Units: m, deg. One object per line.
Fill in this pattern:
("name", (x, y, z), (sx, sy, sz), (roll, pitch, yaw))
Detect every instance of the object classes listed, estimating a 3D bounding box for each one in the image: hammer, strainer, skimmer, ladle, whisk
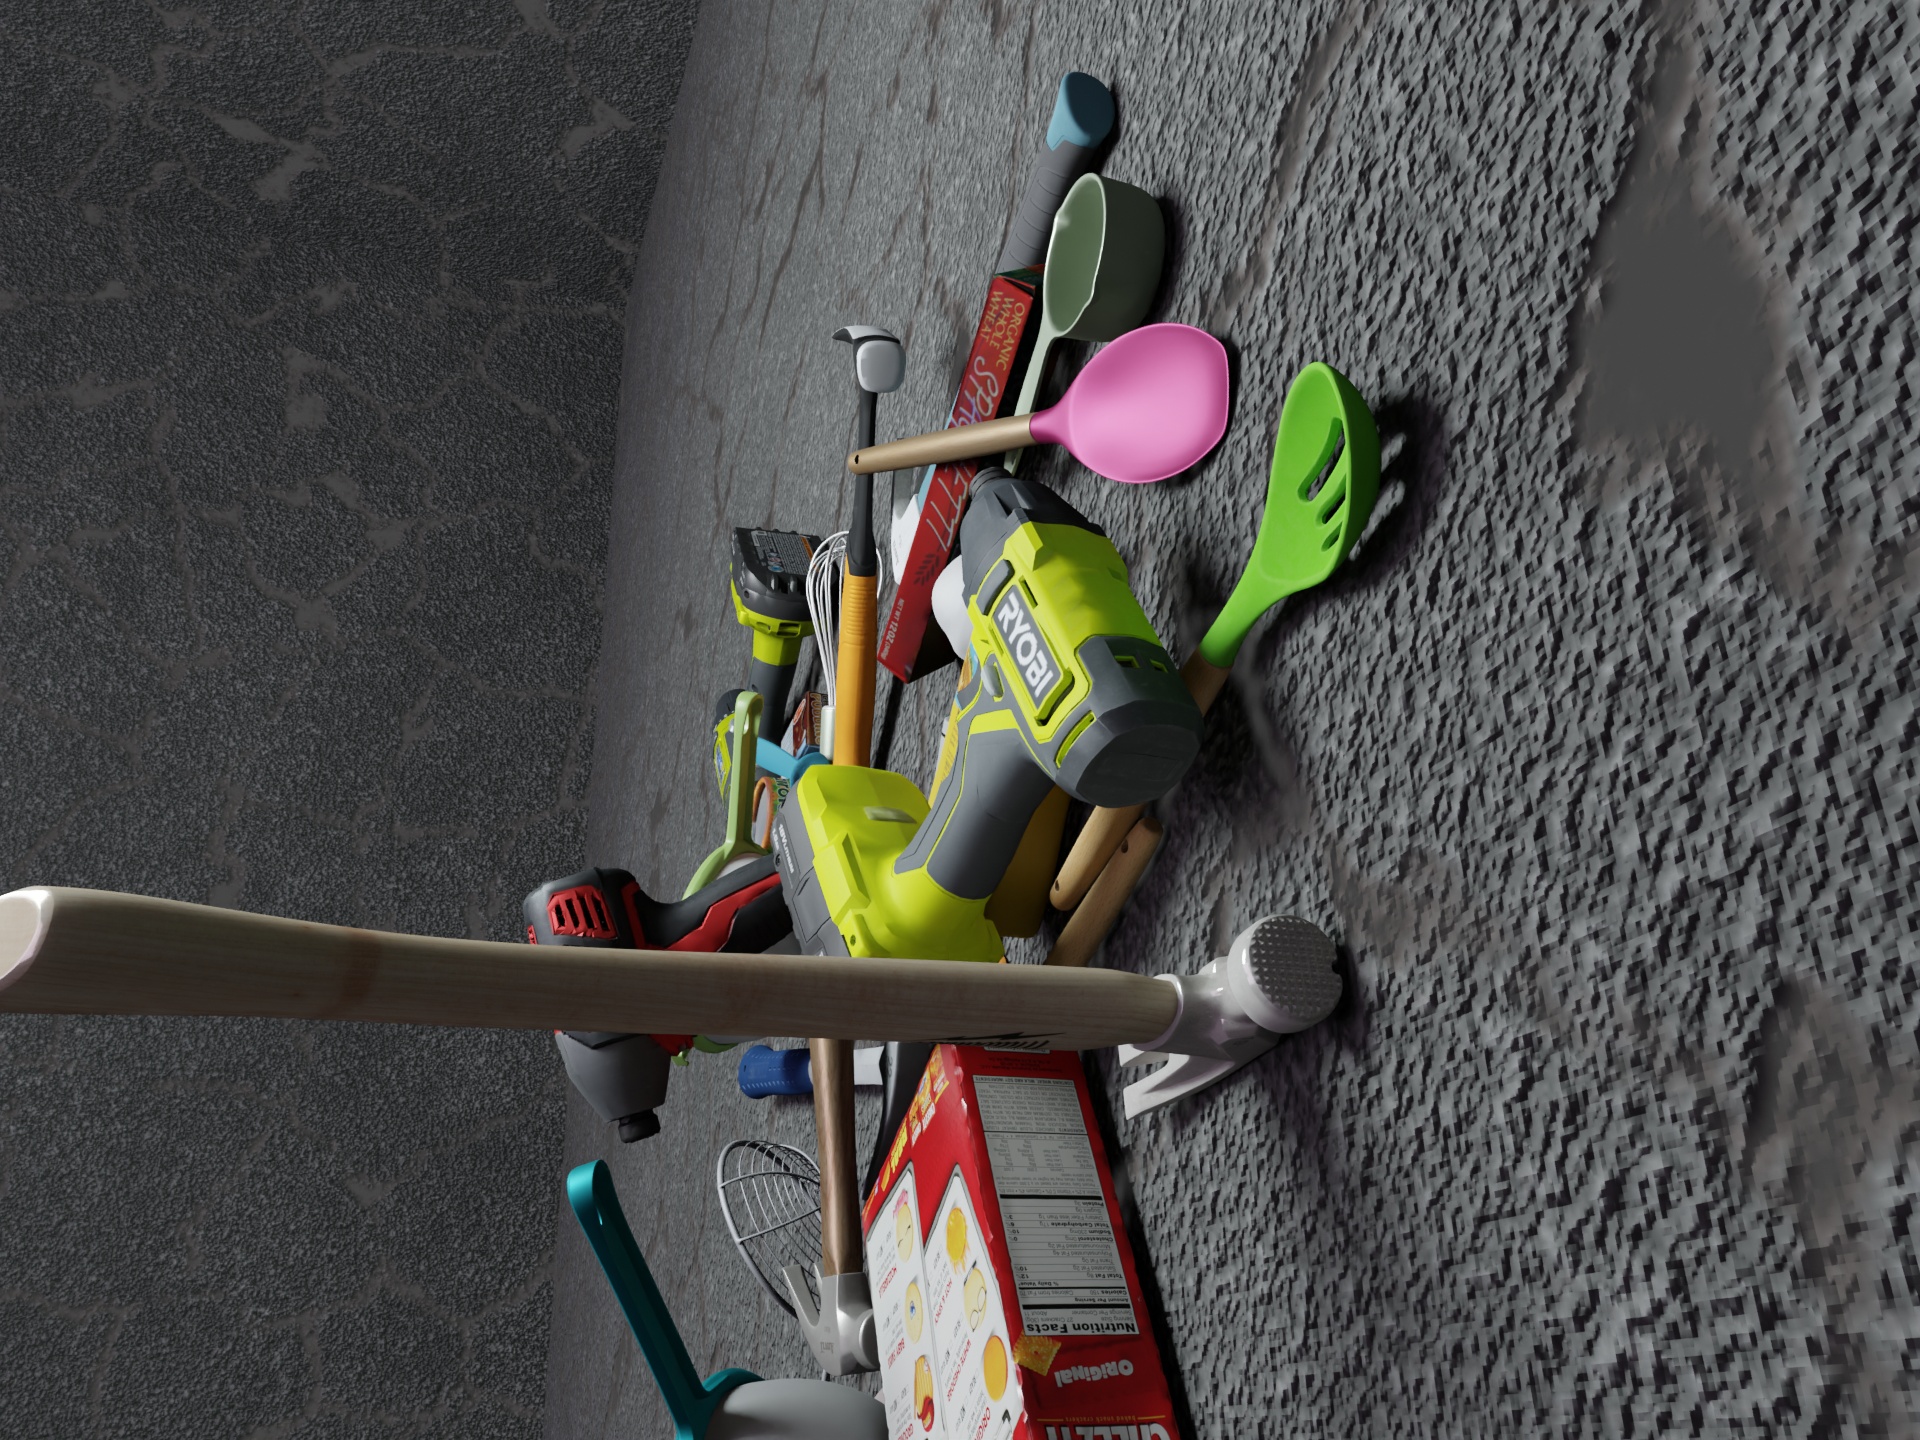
("hammer", (-0.069, -0.091, 1.065), (0.127, 0.034, 0.336), (-118, 30, -68))
("strainer", (-0.070, 0.338, 0.724), (0.211, 0.095, 0.340), (-77, -34, -77))
("skimmer", (-0.117, 0.449, 0.993), (0.127, 0.090, 0.363), (0, -86, -79))
("ladle", (0.028, 0.151, 0.772), (0.069, 0.031, 0.315), (-107, 31, -41))
("hammer", (-0.095, 0.245, 1.091), (0.405, 0.035, 0.144), (147, 128, -67))
("hammer", (0.017, -0.210, 0.926), (0.128, 0.033, 0.330), (-103, 27, -43))
("whisk", (-0.087, -0.016, 1.157), (0.057, 0.059, 0.246), (11, -99, -72))
("hammer", (-0.088, 0.094, 0.527), (0.146, 0.410, 0.038), (125, 146, -56))
("strainer", (-0.133, 0.110, 1.107), (0.151, 0.069, 0.256), (-11, -73, -67))
("strainer", (-0.001, -0.003, 0.899), (0.087, 0.050, 0.258), (-89, 8, -73))
("hammer", (-0.074, 0.200, 0.920), (0.130, 0.031, 0.331), (137, 133, -58))

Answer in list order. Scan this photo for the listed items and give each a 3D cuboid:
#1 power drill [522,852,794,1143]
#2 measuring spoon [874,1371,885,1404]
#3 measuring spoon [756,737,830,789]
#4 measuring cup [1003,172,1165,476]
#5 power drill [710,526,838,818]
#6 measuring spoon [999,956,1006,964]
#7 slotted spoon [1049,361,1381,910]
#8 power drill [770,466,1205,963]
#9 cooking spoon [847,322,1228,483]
("power drill", (-0.111, 0.130, 0.852), (0.078, 0.219, 0.143), (121, 132, -72))
("measuring spoon", (-0.049, 0.396, 0.924), (0.034, 0.018, 0.124), (-101, 25, -42))
("measuring spoon", (-0.135, 0.033, 1.167), (0.129, 0.021, 0.042), (22, 108, 50))
("measuring cup", (0.059, -0.186, 0.789), (0.083, 0.038, 0.167), (-103, 24, -46))
("power drill", (-0.169, -0.044, 1.358), (0.191, 0.080, 0.228), (-116, 35, -58))
("measuring spoon", (0.010, 0.097, 0.866), (0.117, 0.011, 0.021), (-101, 25, -42))
("slotted spoon", (0.092, -0.012, 0.639), (0.313, 0.031, 0.070), (115, 153, -47))
("power drill", (0.002, 0.013, 0.693), (0.223, 0.080, 0.171), (-56, 41, 34))
("cooking spoon", (0.026, -0.143, 0.792), (0.319, 0.017, 0.069), (4, 95, 57))
